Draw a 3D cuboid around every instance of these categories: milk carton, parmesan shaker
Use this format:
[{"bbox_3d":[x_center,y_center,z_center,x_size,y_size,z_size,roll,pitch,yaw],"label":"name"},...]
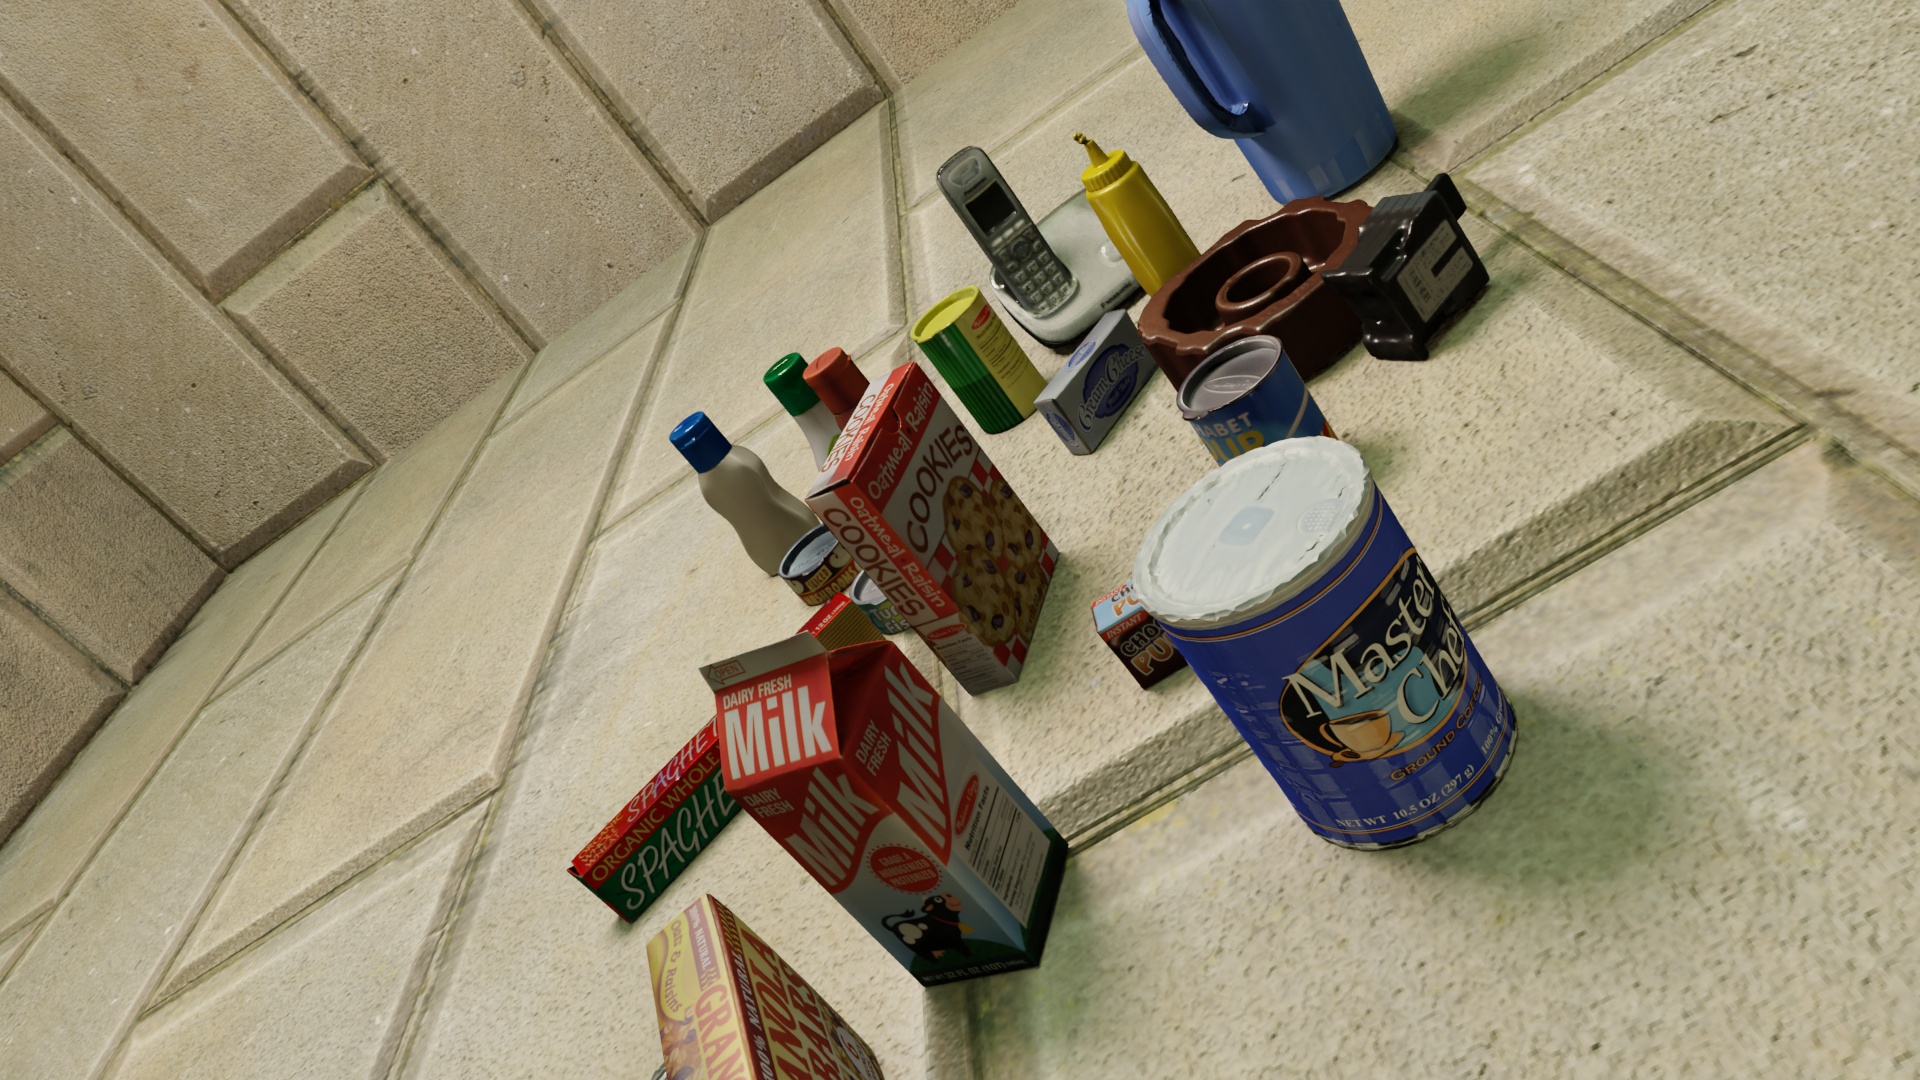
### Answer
[{"bbox_3d":[-0.036,0.115,0.636,0.072,0.190,0.074,-21,29,33],"label":"milk carton"},{"bbox_3d":[0.015,-0.142,1.115,0.071,0.103,0.071,-31,25,17],"label":"parmesan shaker"}]

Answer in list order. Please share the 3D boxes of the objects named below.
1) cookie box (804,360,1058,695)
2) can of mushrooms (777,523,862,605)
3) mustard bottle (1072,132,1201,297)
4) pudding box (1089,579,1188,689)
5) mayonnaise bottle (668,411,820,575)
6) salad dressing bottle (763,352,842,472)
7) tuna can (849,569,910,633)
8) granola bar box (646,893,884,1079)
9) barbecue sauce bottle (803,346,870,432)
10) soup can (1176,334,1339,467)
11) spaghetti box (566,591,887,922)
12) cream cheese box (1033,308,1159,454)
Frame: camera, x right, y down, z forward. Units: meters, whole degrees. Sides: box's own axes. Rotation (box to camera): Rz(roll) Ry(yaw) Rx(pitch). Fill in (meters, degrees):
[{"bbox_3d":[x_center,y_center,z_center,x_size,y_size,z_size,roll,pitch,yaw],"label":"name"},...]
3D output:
[{"bbox_3d":[-0.011,-0.009,0.842,0.040,0.167,0.123,-21,29,33],"label":"cookie box"},{"bbox_3d":[-0.107,0.018,1.087,0.071,0.033,0.071,-30,26,16],"label":"can of mushrooms"},{"bbox_3d":[0.135,-0.249,1.068,0.049,0.160,0.065,-38,24,1],"label":"mustard bottle"},{"bbox_3d":[0.117,0.035,0.735,0.083,0.049,0.030,-32,25,13],"label":"pudding box"},{"bbox_3d":[-0.180,-0.041,1.149,0.064,0.147,0.041,-32,25,13],"label":"mayonnaise bottle"},{"bbox_3d":[-0.100,-0.084,1.116,0.064,0.147,0.044,-38,24,1],"label":"salad dressing bottle"},{"bbox_3d":[-0.042,0.033,0.974,0.071,0.032,0.071,-30,26,16],"label":"tuna can"},{"bbox_3d":[-0.065,0.231,0.554,0.039,0.124,0.166,-40,24,-3],"label":"granola bar box"},{"bbox_3d":[-0.060,-0.080,1.054,0.043,0.148,0.065,-32,25,13],"label":"barbecue sauce bottle"},{"bbox_3d":[0.170,-0.062,0.790,0.071,0.083,0.072,-31,26,16],"label":"soup can"},{"bbox_3d":[-0.147,0.139,0.912,0.251,0.050,0.028,-46,25,-17],"label":"spaghetti box"},{"bbox_3d":[0.101,-0.115,1.012,0.024,0.053,0.104,-2,42,52],"label":"cream cheese box"}]
